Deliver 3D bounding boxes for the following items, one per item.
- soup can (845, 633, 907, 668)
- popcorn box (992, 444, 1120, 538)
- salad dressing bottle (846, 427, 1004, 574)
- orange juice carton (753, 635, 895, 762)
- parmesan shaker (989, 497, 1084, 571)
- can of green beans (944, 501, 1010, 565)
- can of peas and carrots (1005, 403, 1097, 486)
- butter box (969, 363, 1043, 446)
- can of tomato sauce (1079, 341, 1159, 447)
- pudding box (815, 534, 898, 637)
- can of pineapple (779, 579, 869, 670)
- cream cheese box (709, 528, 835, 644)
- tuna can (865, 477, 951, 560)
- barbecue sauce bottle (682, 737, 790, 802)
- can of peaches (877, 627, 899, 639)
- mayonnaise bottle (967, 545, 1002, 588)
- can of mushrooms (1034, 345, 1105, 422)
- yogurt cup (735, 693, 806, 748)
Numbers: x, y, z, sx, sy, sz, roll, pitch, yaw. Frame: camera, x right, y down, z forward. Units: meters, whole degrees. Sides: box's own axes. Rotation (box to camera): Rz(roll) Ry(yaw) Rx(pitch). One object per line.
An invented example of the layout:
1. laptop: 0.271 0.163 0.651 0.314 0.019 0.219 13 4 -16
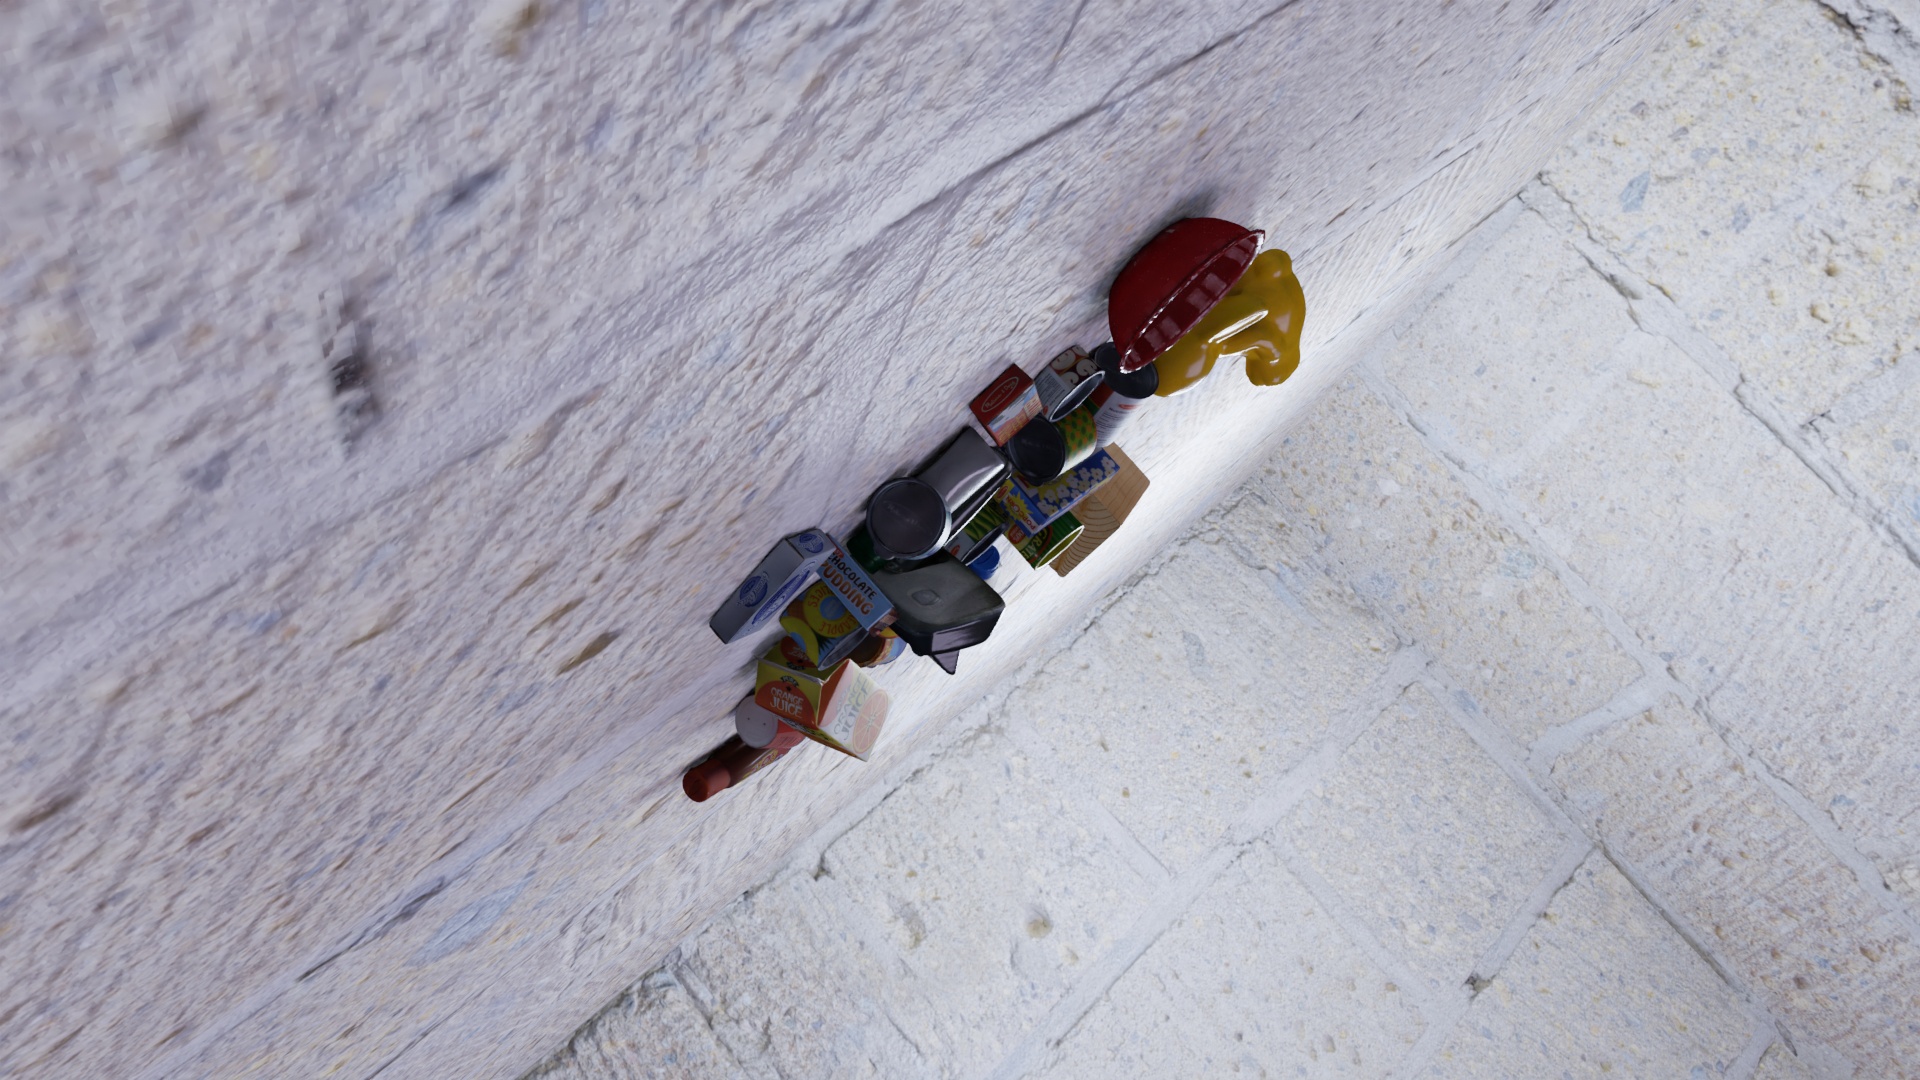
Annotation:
1. soup can: -0.096 0.099 1.415 0.071 0.071 0.084 -43 169 9
2. popcorn box: 0.084 -0.067 1.344 0.127 0.085 0.038 -34 168 -41
3. salad dressing bottle: -0.031 -0.032 1.179 0.147 0.044 0.064 -41 172 4
4. orange juice carton: -0.134 0.149 1.339 0.073 0.072 0.192 -66 158 -14
5. parmesan shaker: 0.063 -0.028 1.381 0.071 0.103 0.071 -40 169 -9
6. can of green beans: 0.003 -0.016 1.335 0.071 0.058 0.071 -40 170 -9
7. can of peas and carrots: 0.085 -0.092 1.286 0.059 0.071 0.070 -32 166 -46
8. butter box: 0.039 -0.111 1.159 0.053 0.024 0.103 -43 170 1
9. can of tomato sauce: 0.138 -0.138 1.309 0.071 0.071 0.082 -34 168 -38
10. pudding box: -0.088 0.037 1.132 0.030 0.084 0.049 -41 170 -6
11. can of pineapple: -0.119 0.073 1.245 0.071 0.058 0.071 -41 170 -9
12. cream cheese box: -0.146 0.035 1.077 0.103 0.024 0.053 -46 171 23
13. tuna can: -0.043 -0.015 1.130 0.071 0.071 0.033 -42 170 4
14. barbecue sauce bottle: -0.247 0.245 1.542 0.064 0.044 0.149 -47 169 31
15. can of peaches: -0.062 0.053 1.348 0.071 0.071 0.057 -32 165 -44
16. mayonnaise bottle: 0.022 0.042 1.720 0.065 0.041 0.147 -40 169 -17
17. can of mushrooms: 0.094 -0.139 1.226 0.071 0.033 0.071 -40 169 -9
18. yogurt cup: -0.194 0.182 1.422 0.072 0.072 0.054 -45 161 20
